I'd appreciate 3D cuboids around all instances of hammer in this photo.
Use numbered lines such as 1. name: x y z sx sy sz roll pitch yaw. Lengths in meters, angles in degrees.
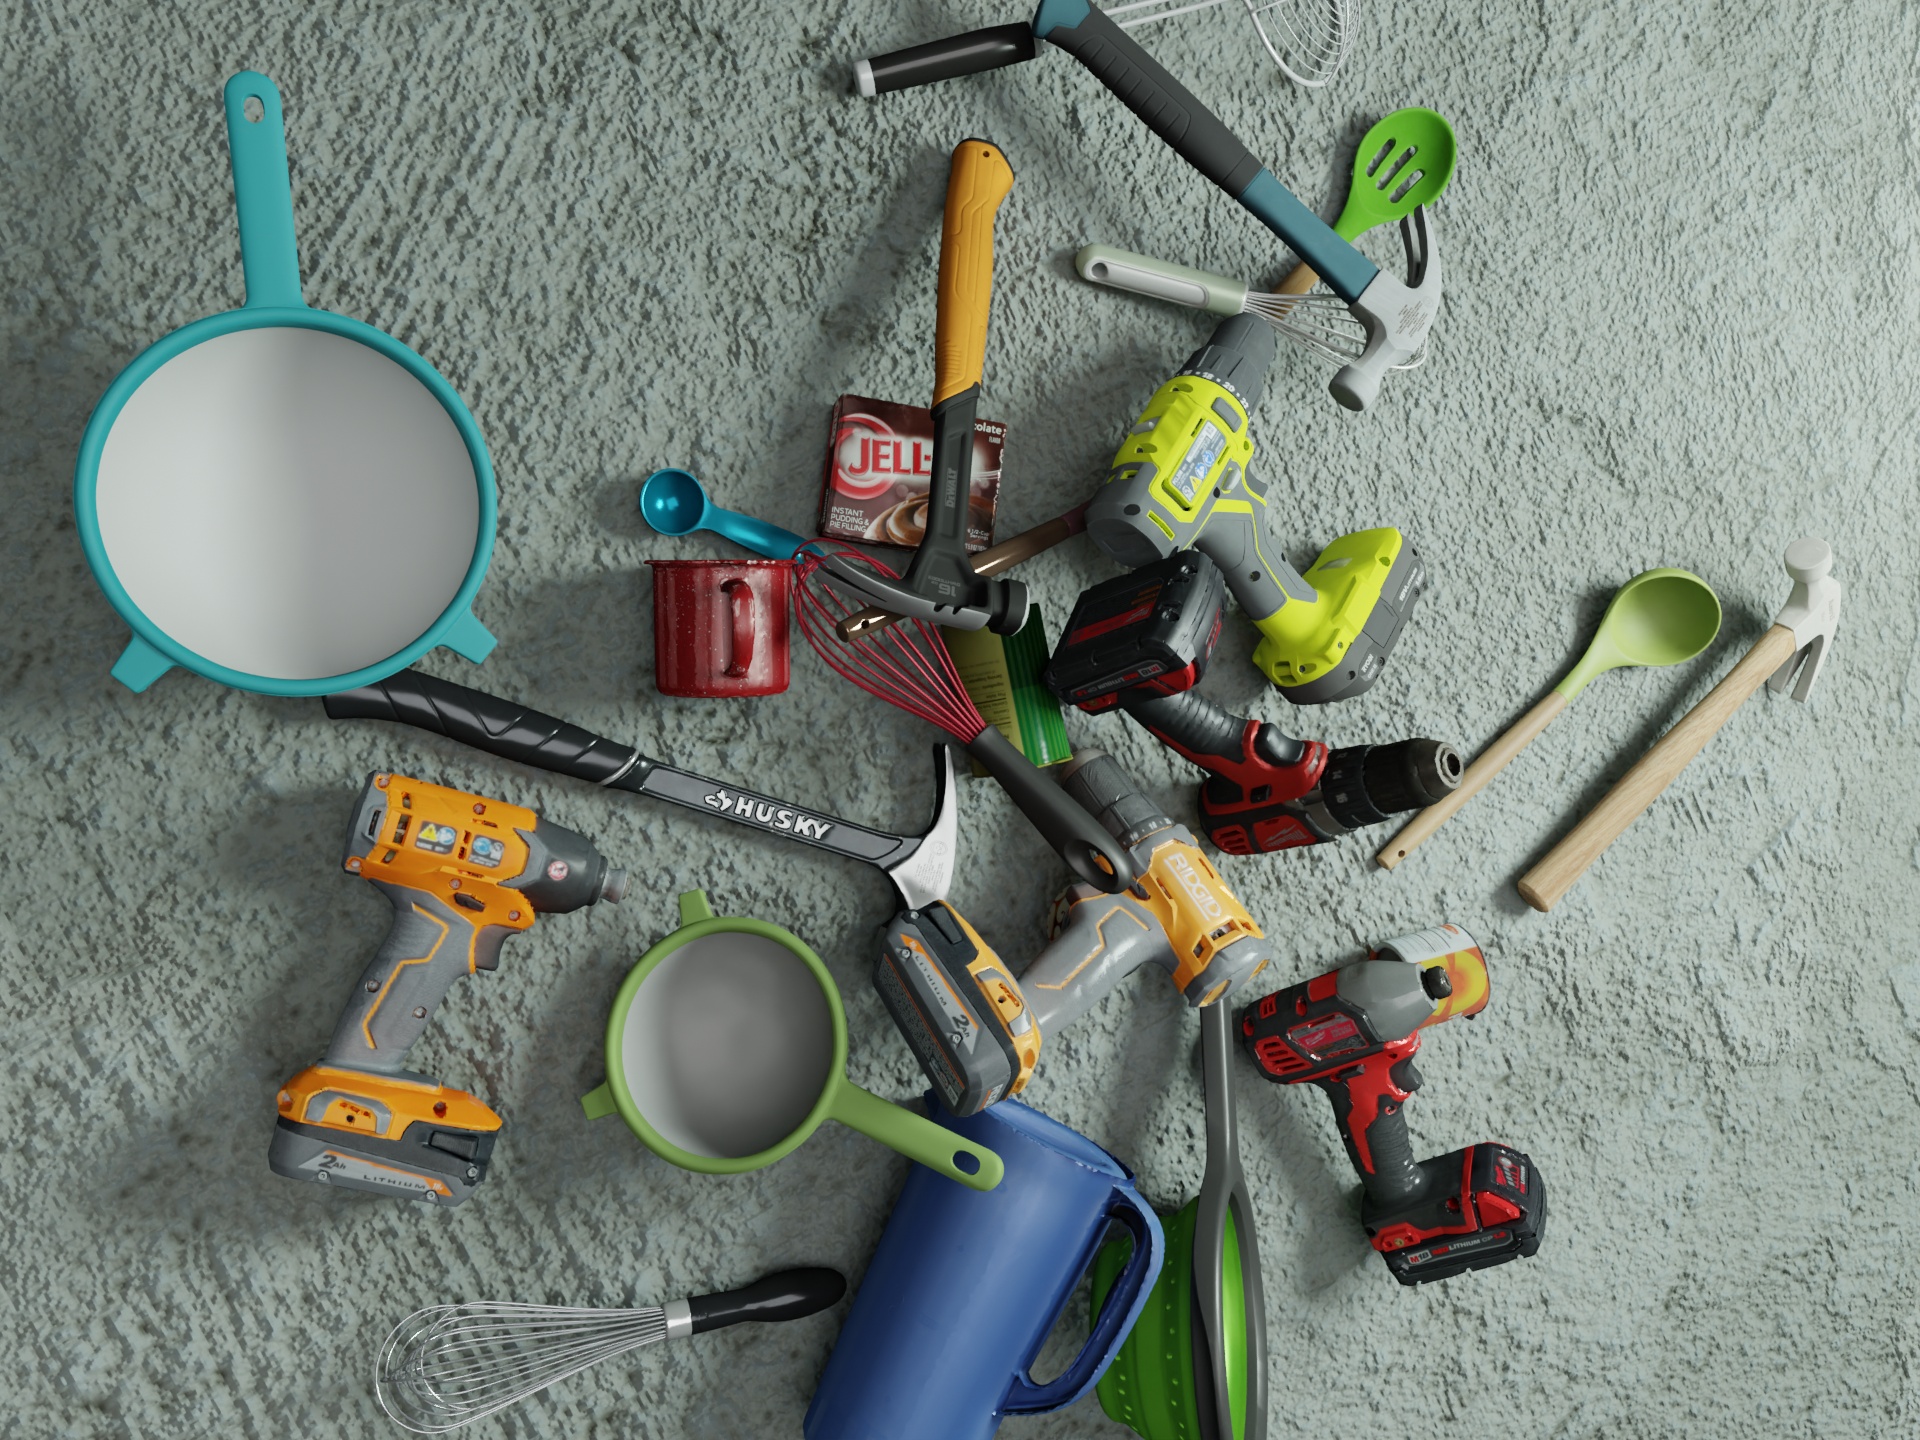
1. hammer: -0.189 0.030 0.981 0.408 0.036 0.149 19 83 -16
2. hammer: 0.175 -0.353 1.021 0.331 0.033 0.128 40 82 -6
3. hammer: 0.536 0.018 1.182 0.331 0.031 0.129 -45 134 -5
4. hammer: -0.009 -0.220 0.983 0.127 0.034 0.337 13 68 -20

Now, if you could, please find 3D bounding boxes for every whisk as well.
1. whisk: -0.002 -0.003 0.981 0.073 0.073 0.296 -42 80 -13
2. whisk: -0.205 0.373 0.968 0.284 0.070 0.070 -4 91 -21
3. whisk: 0.197 -0.280 1.072 0.246 0.057 0.059 14 49 -2

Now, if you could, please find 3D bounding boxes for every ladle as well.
1. ladle: 0.426 0.003 1.156 0.320 0.062 0.078 -41 109 -10

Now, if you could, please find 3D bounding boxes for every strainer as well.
1. strainer: -0.380 -0.180 0.895 0.211 0.095 0.340 -6 89 -20
2. strainer: -0.088 0.218 0.959 0.256 0.069 0.151 23 82 13

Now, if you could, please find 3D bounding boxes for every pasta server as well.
1. pasta server: 0.050 -0.114 1.010 0.316 0.040 0.060 -28 106 -33

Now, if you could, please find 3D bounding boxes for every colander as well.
1. colander: 0.138 0.315 1.048 0.094 0.204 0.397 -6 73 17

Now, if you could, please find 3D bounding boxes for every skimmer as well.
1. skimmer: 0.103 -0.462 1.073 0.363 0.090 0.127 -16 95 -6

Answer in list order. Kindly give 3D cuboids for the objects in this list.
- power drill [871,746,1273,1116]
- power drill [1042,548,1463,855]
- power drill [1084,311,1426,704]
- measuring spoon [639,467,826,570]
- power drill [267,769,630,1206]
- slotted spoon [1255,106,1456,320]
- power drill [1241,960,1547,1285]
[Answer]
1. power drill: 0.057 0.122 0.992 0.226 0.084 0.185 -22 64 -24
2. power drill: 0.184 -0.002 0.998 0.226 0.188 0.080 42 54 -24
3. power drill: 0.203 -0.137 1.051 0.228 0.080 0.191 41 68 -24
4. measuring spoon: -0.144 -0.121 1.007 0.128 0.021 0.042 20 82 -25
5. power drill: -0.295 0.157 0.927 0.164 0.084 0.226 16 82 -17
6. slotted spoon: 0.237 -0.310 1.114 0.070 0.031 0.314 44 80 -12
7. power drill: 0.302 0.263 1.079 0.143 0.078 0.219 -27 100 27
